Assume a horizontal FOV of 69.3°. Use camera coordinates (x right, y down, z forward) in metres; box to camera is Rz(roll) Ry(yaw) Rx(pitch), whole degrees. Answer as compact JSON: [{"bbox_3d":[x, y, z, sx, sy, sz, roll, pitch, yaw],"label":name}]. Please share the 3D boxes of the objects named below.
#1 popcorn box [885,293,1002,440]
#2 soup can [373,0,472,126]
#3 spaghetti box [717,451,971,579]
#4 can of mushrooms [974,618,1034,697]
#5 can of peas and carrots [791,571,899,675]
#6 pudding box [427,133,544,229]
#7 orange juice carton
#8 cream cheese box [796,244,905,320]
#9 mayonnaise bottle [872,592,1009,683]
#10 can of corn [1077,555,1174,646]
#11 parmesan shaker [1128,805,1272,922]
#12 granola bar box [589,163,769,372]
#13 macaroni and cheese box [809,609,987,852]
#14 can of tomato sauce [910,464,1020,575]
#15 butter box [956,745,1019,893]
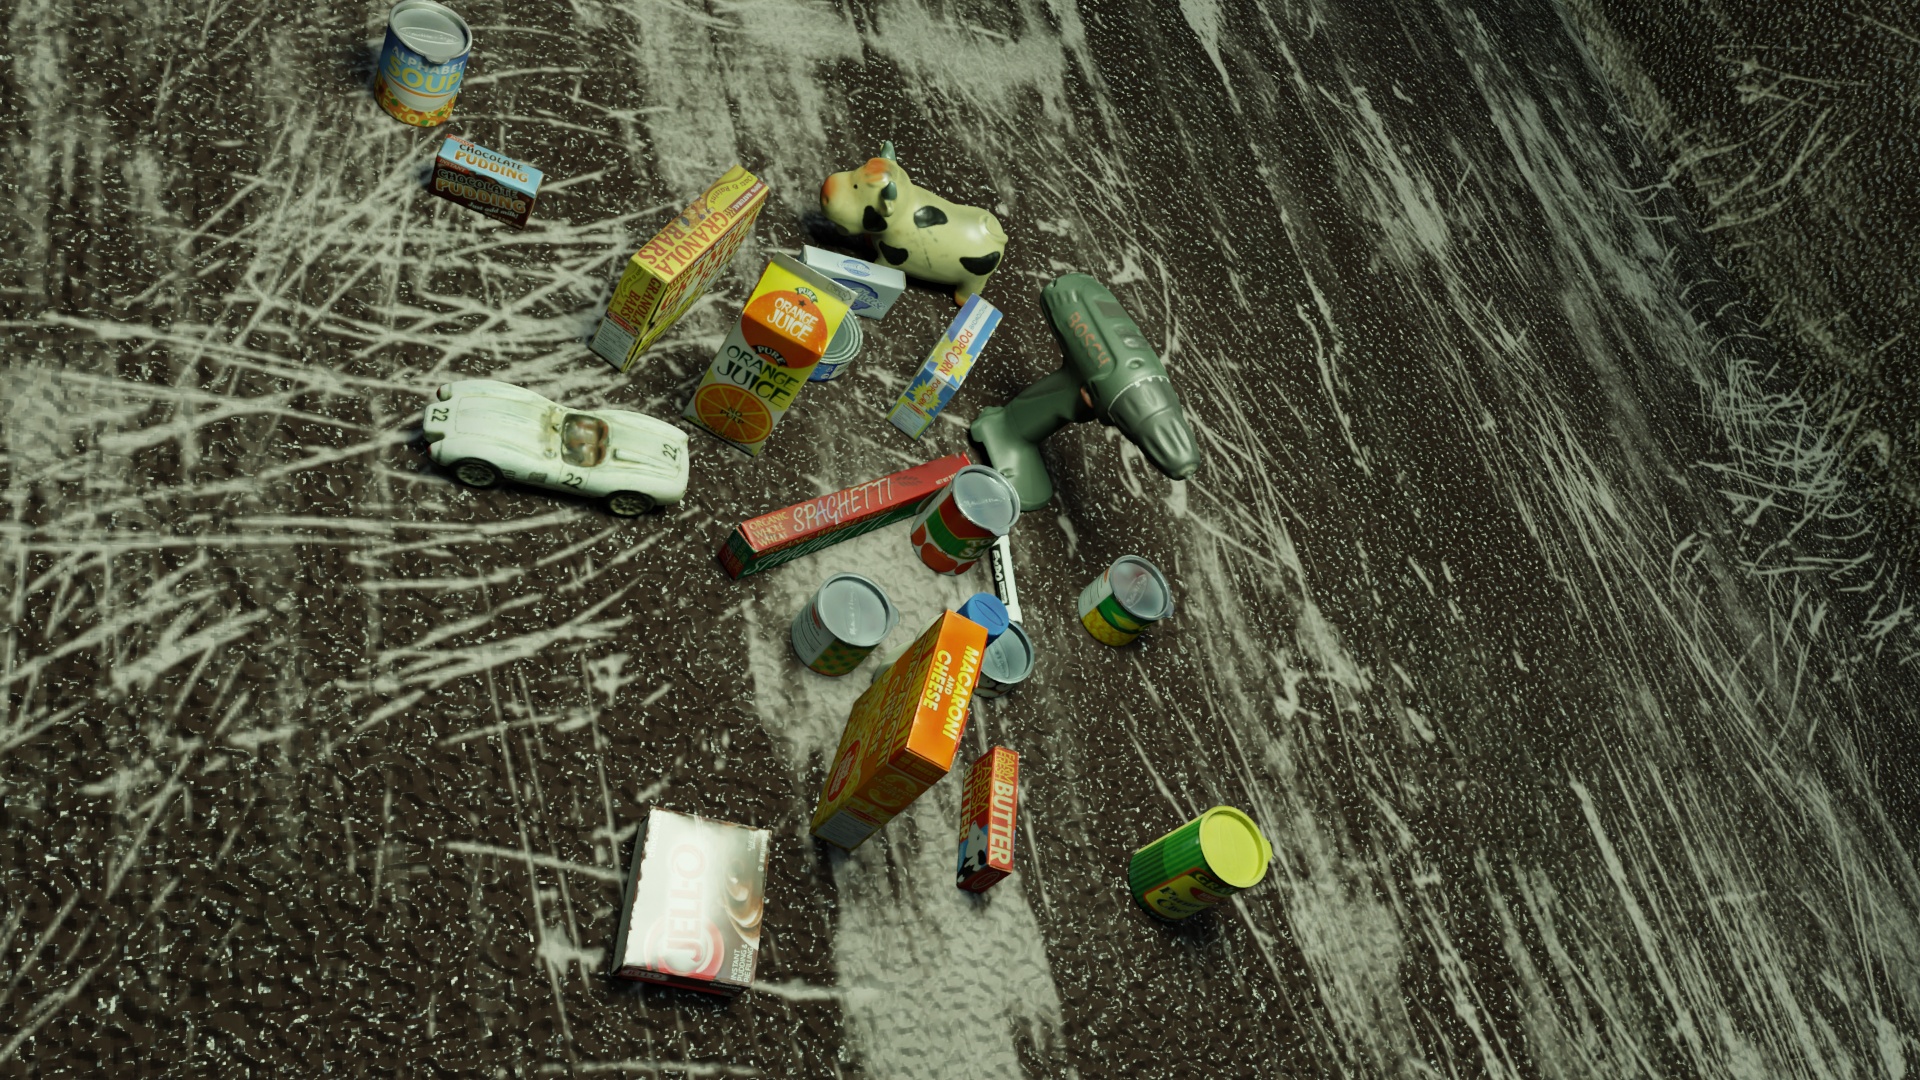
[{"bbox_3d":[-0.014,-0.164,1.302,0.038,0.084,0.127,36,48,-8],"label":"popcorn box"},{"bbox_3d":[-0.458,-0.403,1.182,0.071,0.083,0.072,17,53,-23],"label":"soup can"},{"bbox_3d":[-0.091,-0.024,1.183,0.251,0.050,0.029,-21,73,-40],"label":"spaghetti box"},{"bbox_3d":[0.025,0.098,1.185,0.071,0.033,0.071,17,53,-23],"label":"can of mushrooms"},{"bbox_3d":[-0.093,0.068,1.114,0.071,0.058,0.071,17,53,-23],"label":"can of peas and carrots"},{"bbox_3d":[-0.401,-0.303,1.174,0.084,0.049,0.030,20,51,-20],"label":"pudding box"},{"bbox_3d":[-0.154,-0.160,1.137,0.072,0.191,0.073,29,49,-13],"label":"orange juice carton"},{"bbox_3d":[-0.110,-0.243,1.316,0.104,0.053,0.024,10,55,-27],"label":"cream cheese box"},{"bbox_3d":[-0.012,0.090,1.089,0.065,0.147,0.041,42,47,-1],"label":"mayonnaise bottle"},{"bbox_3d":[0.152,0.058,1.277,0.071,0.058,0.071,17,53,-23],"label":"can of corn"},{"bbox_3d":[0.194,0.266,1.133,0.071,0.102,0.071,17,53,-23],"label":"parmesan shaker"},{"bbox_3d":[-0.237,-0.231,1.179,0.039,0.123,0.166,37,47,-6],"label":"granola bar box"},{"bbox_3d":[-0.045,0.142,1.021,0.040,0.165,0.124,29,49,-14],"label":"macaroni and cheese box"},{"bbox_3d":[0.004,-0.015,1.215,0.071,0.082,0.071,17,53,-23],"label":"can of tomato sauce"},{"bbox_3d":[0.022,0.218,1.089,0.024,0.053,0.104,21,51,-20],"label":"butter box"}]
